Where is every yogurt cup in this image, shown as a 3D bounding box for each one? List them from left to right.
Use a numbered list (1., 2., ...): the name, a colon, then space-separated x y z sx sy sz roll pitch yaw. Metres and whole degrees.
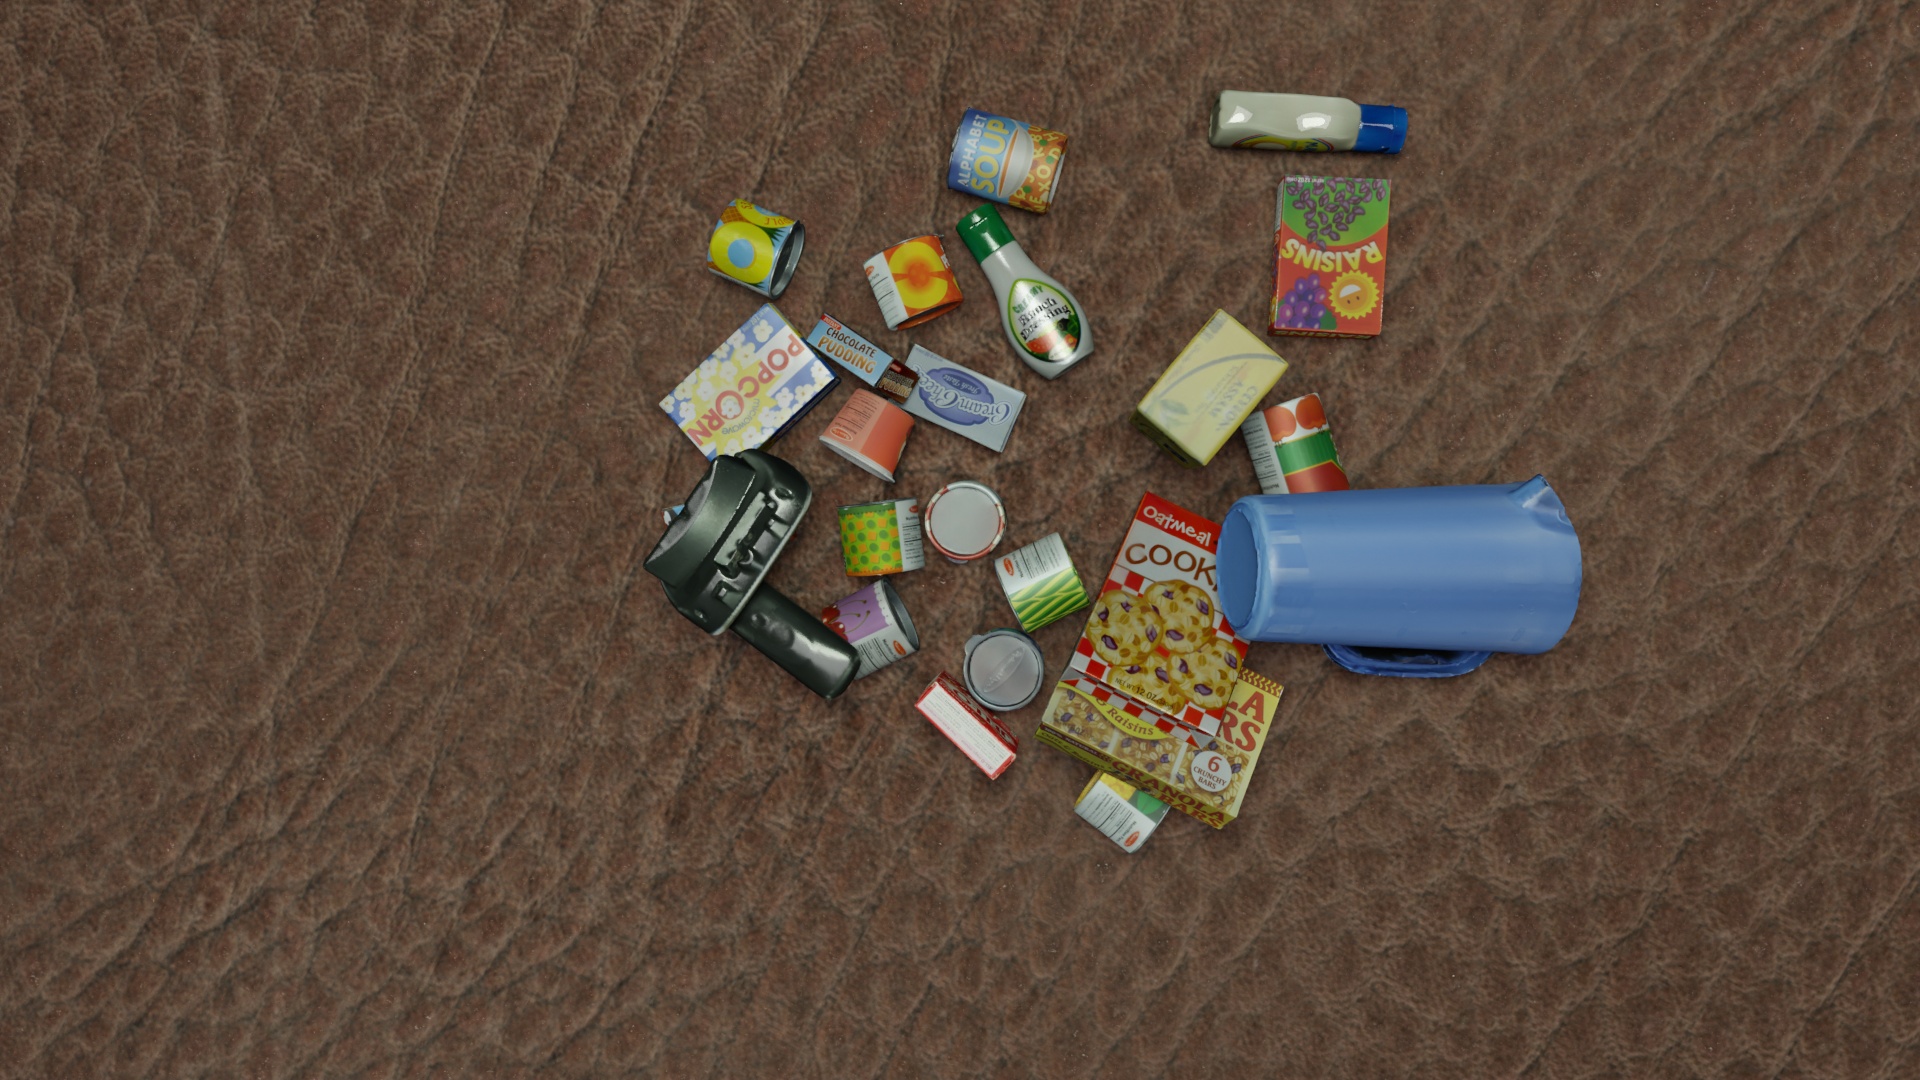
1. yogurt cup: -0.073 -0.088 1.131 0.072 0.072 0.054 29 86 3

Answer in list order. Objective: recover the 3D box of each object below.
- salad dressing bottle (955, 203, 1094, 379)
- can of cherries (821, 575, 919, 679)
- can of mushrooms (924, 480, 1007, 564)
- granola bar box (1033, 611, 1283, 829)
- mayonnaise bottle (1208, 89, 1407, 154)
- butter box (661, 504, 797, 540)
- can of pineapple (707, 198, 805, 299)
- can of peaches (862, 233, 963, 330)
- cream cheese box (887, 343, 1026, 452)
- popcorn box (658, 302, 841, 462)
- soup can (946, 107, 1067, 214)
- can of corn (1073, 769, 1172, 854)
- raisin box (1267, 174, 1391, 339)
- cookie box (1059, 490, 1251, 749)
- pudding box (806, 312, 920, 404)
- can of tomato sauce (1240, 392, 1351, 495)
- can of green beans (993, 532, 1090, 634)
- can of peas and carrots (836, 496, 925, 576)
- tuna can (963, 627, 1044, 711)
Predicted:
1. salad dressing bottle: 0.050 -0.203 1.126 0.064 0.044 0.147 -34 89 6
2. can of cherries: -0.074 0.071 1.136 0.058 0.071 0.071 -27 90 6
3. can of mushrooms: 0.004 -0.014 1.141 0.071 0.033 0.071 0 92 4
4. granola bar box: 0.157 0.135 1.102 0.165 0.039 0.125 26 61 3
5. mayonnaise bottle: 0.274 -0.328 1.097 0.148 0.065 0.041 4 92 1
6. butter box: -0.193 -0.013 1.161 0.103 0.024 0.053 -15 90 5
7. can of pineapple: -0.165 -0.239 1.130 0.058 0.071 0.071 23 94 4
8. can of peaches: -0.036 -0.209 1.122 0.071 0.071 0.058 -22 90 5
9. cream cheese box: -0.002 -0.117 1.143 0.104 0.024 0.053 24 94 3
10. popcorn box: -0.173 -0.123 1.149 0.126 0.038 0.085 -42 89 5
11. soup can: 0.037 -0.303 1.110 0.084 0.071 0.071 16 93 4
12. can of corn: 0.134 0.208 1.122 0.058 0.071 0.071 37 94 5
13. raisin box: 0.293 -0.225 1.109 0.086 0.040 0.123 4 91 4
14. cookie box: 0.168 0.060 1.091 0.123 0.040 0.168 26 65 3
15. pudding box: -0.078 -0.146 1.121 0.084 0.049 0.030 37 95 28
16. can of tomato sauce: 0.266 -0.069 1.103 0.071 0.071 0.083 -19 90 5
17. can of green beans: 0.066 0.034 1.121 0.058 0.071 0.071 -25 90 5
18. can of peas and carrots: -0.067 -0.003 1.131 0.071 0.071 0.058 -7 92 5
19. tuna can: 0.034 0.103 1.142 0.071 0.033 0.071 0 92 4
